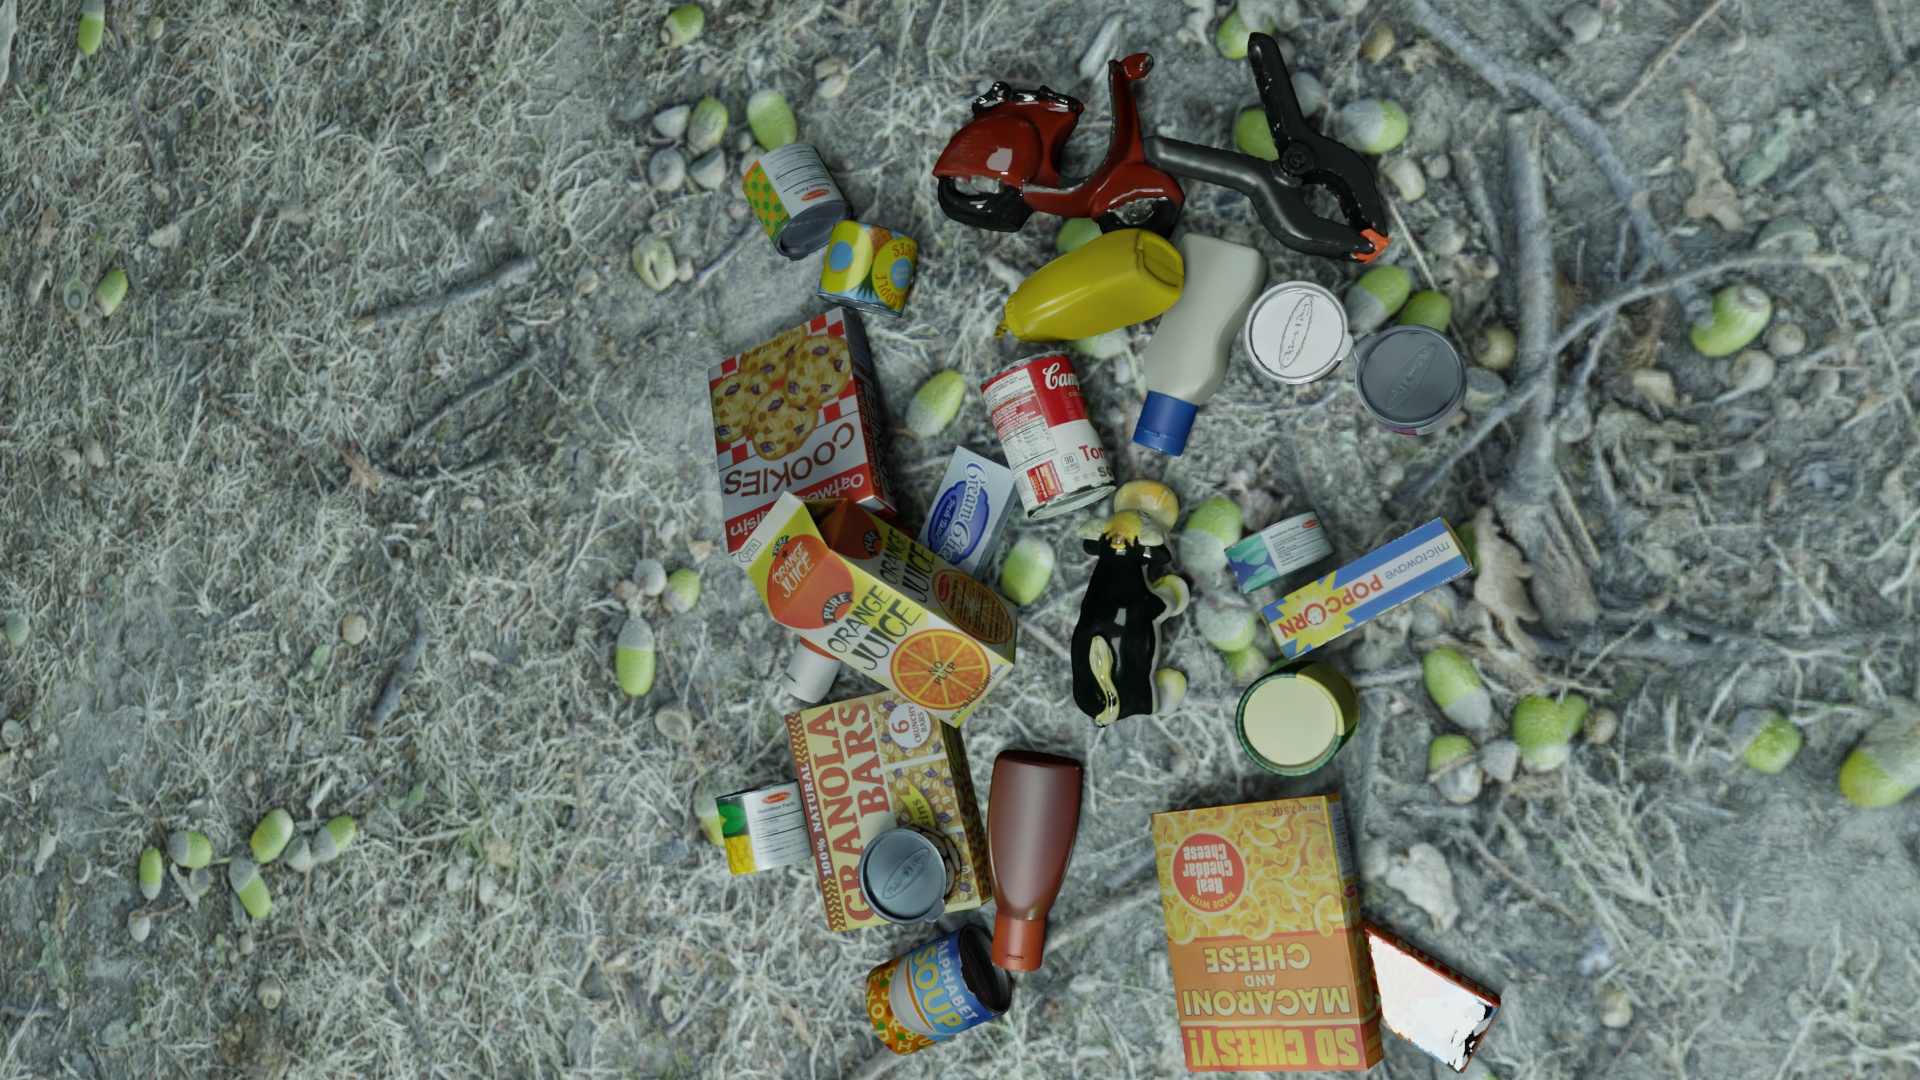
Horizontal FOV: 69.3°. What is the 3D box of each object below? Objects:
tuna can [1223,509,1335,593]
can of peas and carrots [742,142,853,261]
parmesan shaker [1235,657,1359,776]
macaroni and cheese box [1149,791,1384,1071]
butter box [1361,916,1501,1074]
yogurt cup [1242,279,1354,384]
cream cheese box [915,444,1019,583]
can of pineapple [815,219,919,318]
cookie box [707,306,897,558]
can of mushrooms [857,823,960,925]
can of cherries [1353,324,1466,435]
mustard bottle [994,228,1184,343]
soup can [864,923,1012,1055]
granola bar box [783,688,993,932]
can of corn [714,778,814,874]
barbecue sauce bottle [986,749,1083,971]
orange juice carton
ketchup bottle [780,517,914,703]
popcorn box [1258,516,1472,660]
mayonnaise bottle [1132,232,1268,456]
[{"bbox_3d":[0.209,0.008,0.916,0.071,0.071,0.033,-26,80,18],"label":"tuna can"},{"bbox_3d":[-0.125,-0.257,1.054,0.071,0.071,0.059,-34,77,17],"label":"can of peas and carrots"},{"bbox_3d":[0.214,0.110,0.888,0.071,0.103,0.071,-1,88,21],"label":"parmesan shaker"},{"bbox_3d":[0.198,0.255,0.905,0.123,0.040,0.166,-13,77,30],"label":"macaroni and cheese box"},{"bbox_3d":[0.288,0.290,0.895,0.103,0.024,0.053,29,99,20],"label":"butter box"},{"bbox_3d":[0.225,-0.134,0.920,0.072,0.054,0.072,-1,88,21],"label":"yogurt cup"},{"bbox_3d":[0.004,-0.013,1.016,0.053,0.024,0.103,25,97,19],"label":"cream cheese box"},{"bbox_3d":[-0.067,-0.200,1.027,0.071,0.071,0.058,15,94,21],"label":"can of pineapple"},{"bbox_3d":[-0.119,-0.075,1.031,0.123,0.040,0.168,-22,61,18],"label":"cookie box"},{"bbox_3d":[-0.034,0.234,0.972,0.071,0.033,0.071,-1,87,19],"label":"can of mushrooms"},{"bbox_3d":[0.288,-0.104,0.893,0.071,0.058,0.071,0,89,22],"label":"can of cherries"},{"bbox_3d":[0.078,-0.169,0.965,0.160,0.065,0.049,-13,64,45],"label":"mustard bottle"},{"bbox_3d":[-0.017,0.319,0.986,0.083,0.071,0.071,-30,78,18],"label":"soup can"},{"bbox_3d":[-0.053,0.194,1.021,0.124,0.039,0.165,-16,83,20],"label":"granola bar box"},{"bbox_3d":[-0.147,0.215,1.044,0.071,0.071,0.058,-15,83,20],"label":"can of corn"},{"bbox_3d":[0.047,0.225,0.979,0.065,0.044,0.148,7,91,8],"label":"barbecue sauce bottle"},{"bbox_3d":[-0.058,0.040,0.957,0.192,0.073,0.071,33,118,-14],"label":"orange juice carton"},{"bbox_3d":[-0.088,0.048,1.035,0.065,0.043,0.148,33,101,46],"label":"ketchup bottle"},{"bbox_3d":[0.260,0.031,0.884,0.126,0.085,0.038,-30,79,17],"label":"popcorn box"},{"bbox_3d":[0.158,-0.132,0.953,0.065,0.041,0.148,22,97,27],"label":"mayonnaise bottle"}]
